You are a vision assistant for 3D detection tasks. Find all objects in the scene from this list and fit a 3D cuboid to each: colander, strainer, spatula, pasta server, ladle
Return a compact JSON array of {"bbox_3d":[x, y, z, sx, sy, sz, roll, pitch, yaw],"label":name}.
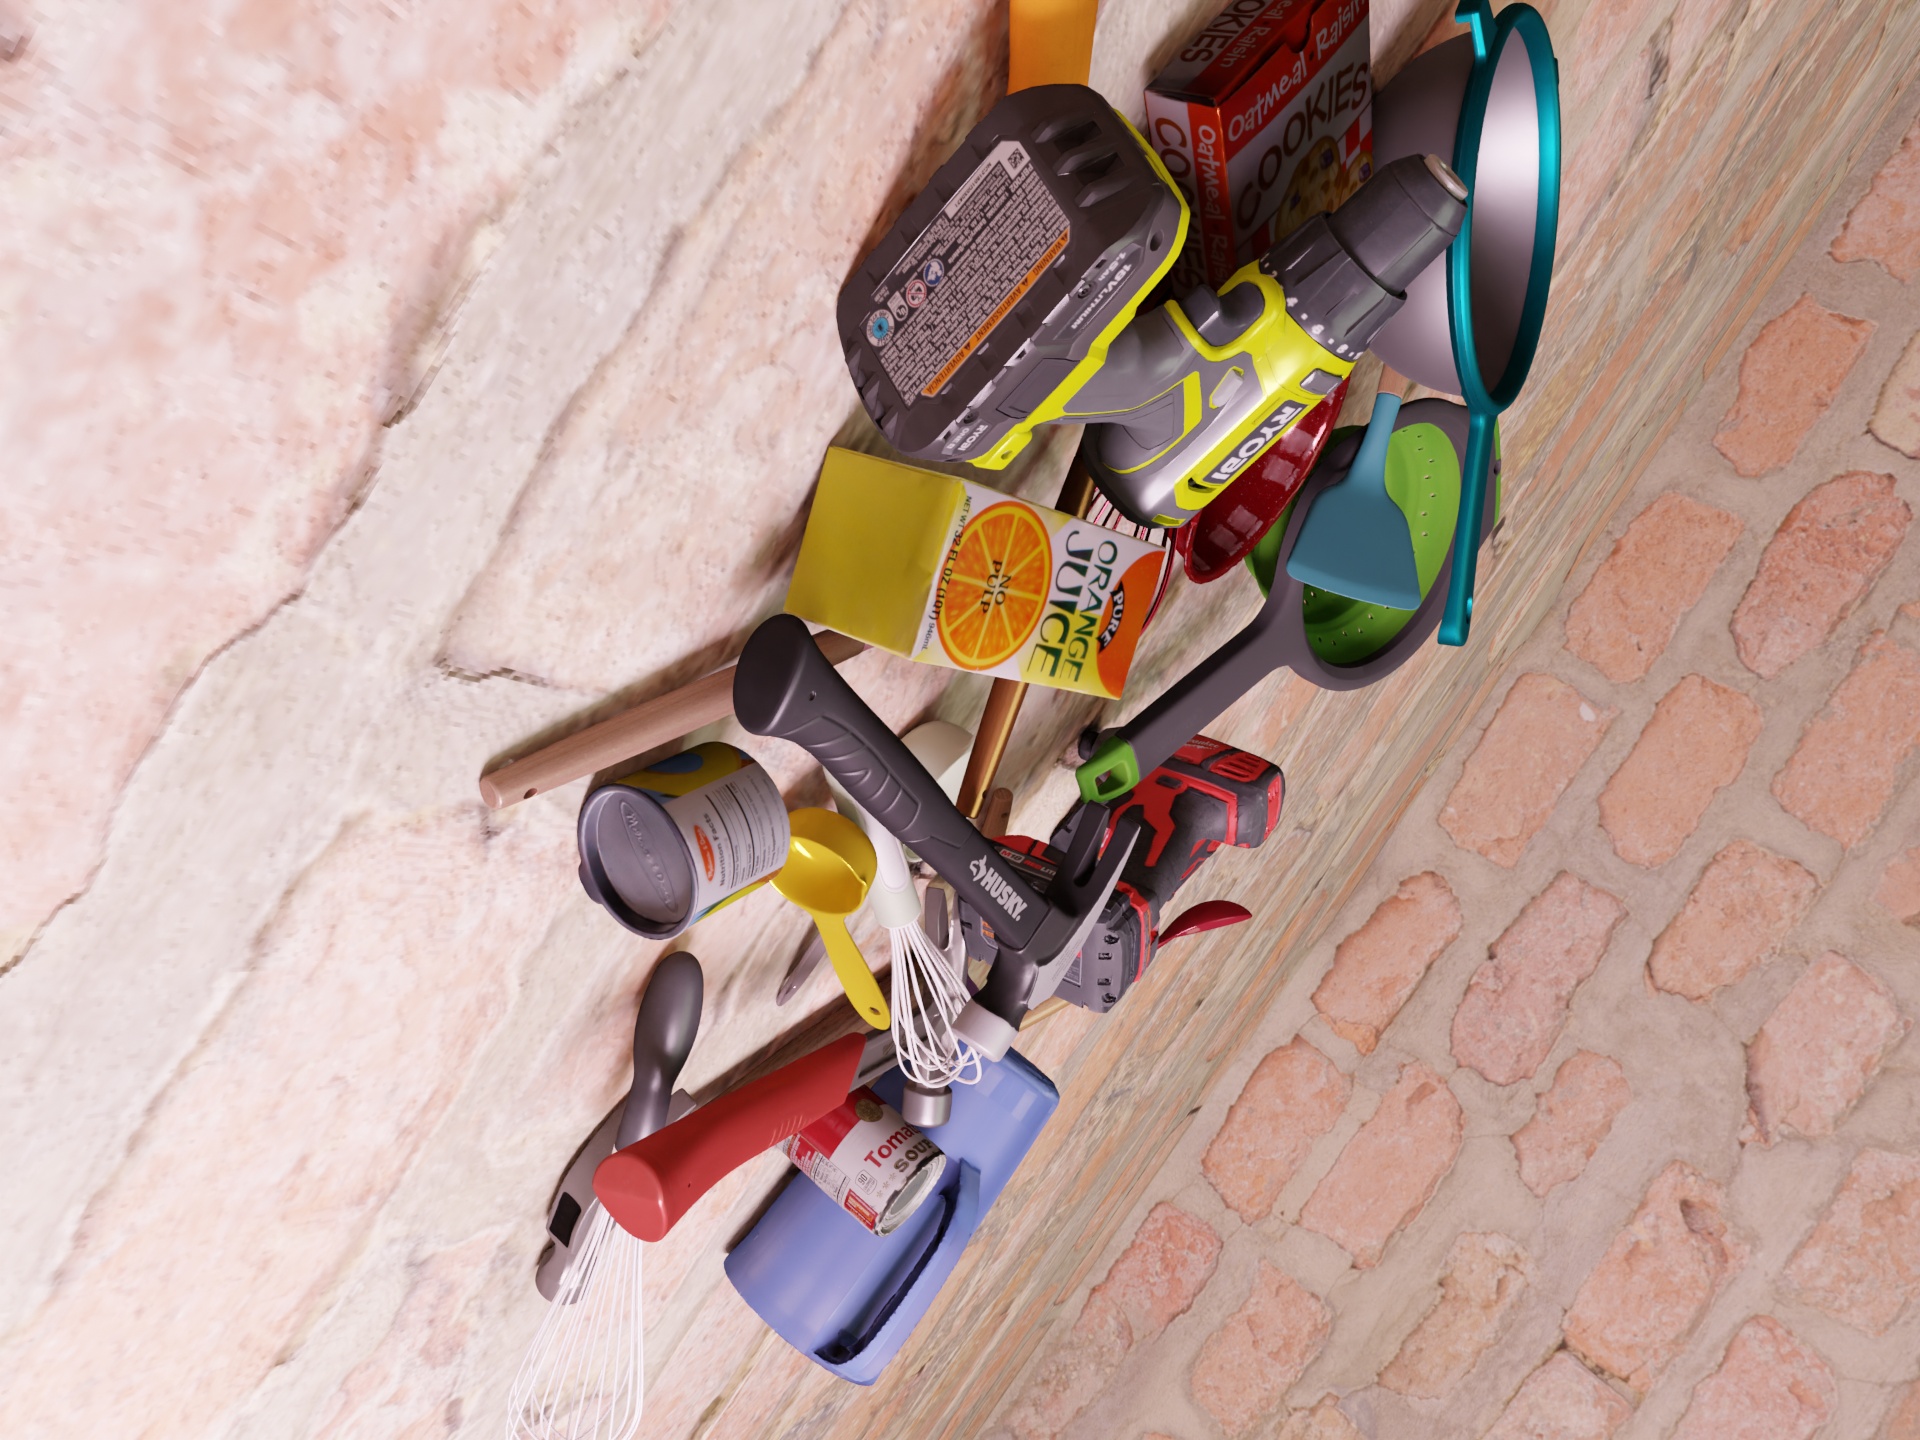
[{"bbox_3d":[0.199,-0.084,1.053,0.397,0.095,0.204,-37,134,-21],"label":"colander"},{"bbox_3d":[0.258,-0.214,0.889,0.211,0.095,0.340,-18,114,-57],"label":"strainer"},{"bbox_3d":[0.062,-0.101,0.774,0.081,0.041,0.322,8,102,-61],"label":"spatula"},{"bbox_3d":[-0.070,-0.031,0.676,0.316,0.040,0.060,-27,146,-42],"label":"pasta server"},{"bbox_3d":[0.104,0.213,1.287,0.315,0.031,0.069,-24,170,-22],"label":"ladle"},{"bbox_3d":[0.005,0.155,1.111,0.059,0.018,0.315,-17,142,-26],"label":"spatula"},{"bbox_3d":[0.271,-0.223,0.963,0.044,0.082,0.317,95,11,-86],"label":"spatula"}]

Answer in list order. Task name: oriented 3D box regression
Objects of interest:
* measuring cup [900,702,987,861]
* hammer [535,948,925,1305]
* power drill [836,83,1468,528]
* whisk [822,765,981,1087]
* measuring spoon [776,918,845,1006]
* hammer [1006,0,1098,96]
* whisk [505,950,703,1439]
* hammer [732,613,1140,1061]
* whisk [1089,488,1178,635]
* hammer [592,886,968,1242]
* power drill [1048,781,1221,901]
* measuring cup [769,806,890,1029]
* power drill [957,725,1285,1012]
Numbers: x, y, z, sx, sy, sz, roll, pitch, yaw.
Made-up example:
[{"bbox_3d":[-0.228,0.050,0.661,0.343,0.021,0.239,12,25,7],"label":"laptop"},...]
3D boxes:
[{"bbox_3d":[-0.001,-0.003,0.844,0.083,0.038,0.167,-14,133,-59],"label":"measuring cup"},{"bbox_3d":[-0.110,0.211,0.942,0.331,0.031,0.130,-26,146,-51],"label":"hammer"},{"bbox_3d":[0.083,-0.160,0.617,0.228,0.080,0.190,-1,146,-50],"label":"power drill"},{"bbox_3d":[-0.030,0.108,0.842,0.058,0.059,0.246,-39,132,-29],"label":"whisk"},{"bbox_3d":[-0.080,0.115,0.892,0.034,0.018,0.124,-20,147,-56],"label":"measuring spoon"},{"bbox_3d":[0.038,-0.301,0.485,0.127,0.034,0.336,-42,156,-27],"label":"hammer"},{"bbox_3d":[-0.169,0.248,0.781,0.070,0.070,0.284,-1,107,-64],"label":"whisk"},{"bbox_3d":[-0.008,0.046,0.736,0.146,0.035,0.334,-55,145,-11],"label":"hammer"},{"bbox_3d":[0.107,-0.153,0.826,0.073,0.073,0.296,-2,118,-64],"label":"whisk"},{"bbox_3d":[-0.077,0.187,0.855,0.359,0.037,0.149,-5,101,-68],"label":"hammer"},{"bbox_3d":[0.133,0.114,1.249,0.188,0.080,0.226,-47,163,0],"label":"power drill"},{"bbox_3d":[-0.057,0.102,0.812,0.156,0.062,0.029,72,33,-42],"label":"measuring cup"},{"bbox_3d":[0.098,0.075,1.006,0.220,0.143,0.078,-40,140,-42],"label":"power drill"}]
